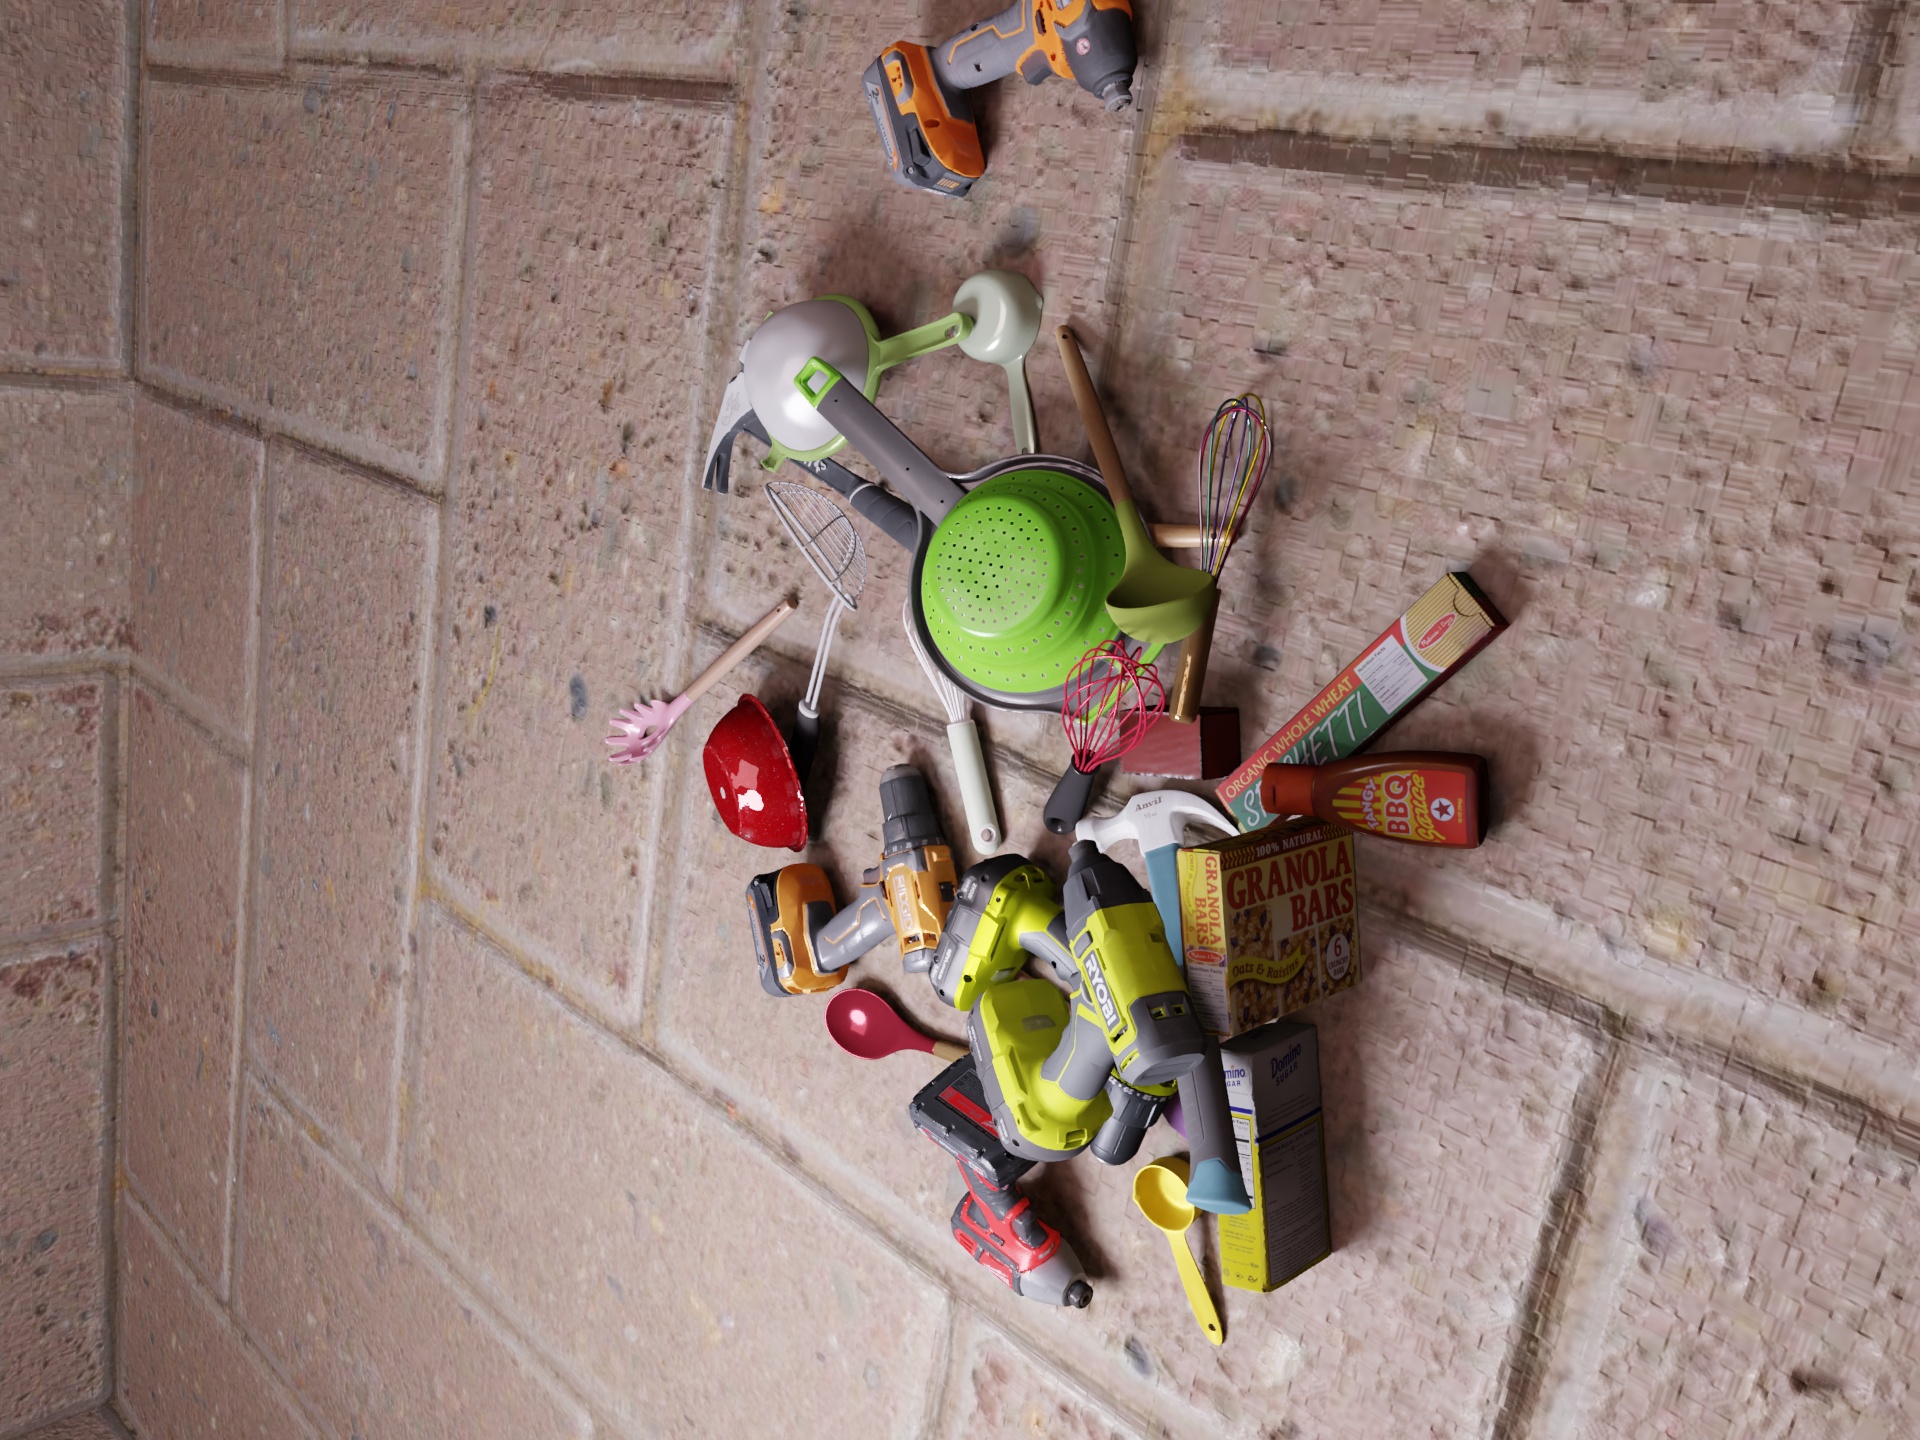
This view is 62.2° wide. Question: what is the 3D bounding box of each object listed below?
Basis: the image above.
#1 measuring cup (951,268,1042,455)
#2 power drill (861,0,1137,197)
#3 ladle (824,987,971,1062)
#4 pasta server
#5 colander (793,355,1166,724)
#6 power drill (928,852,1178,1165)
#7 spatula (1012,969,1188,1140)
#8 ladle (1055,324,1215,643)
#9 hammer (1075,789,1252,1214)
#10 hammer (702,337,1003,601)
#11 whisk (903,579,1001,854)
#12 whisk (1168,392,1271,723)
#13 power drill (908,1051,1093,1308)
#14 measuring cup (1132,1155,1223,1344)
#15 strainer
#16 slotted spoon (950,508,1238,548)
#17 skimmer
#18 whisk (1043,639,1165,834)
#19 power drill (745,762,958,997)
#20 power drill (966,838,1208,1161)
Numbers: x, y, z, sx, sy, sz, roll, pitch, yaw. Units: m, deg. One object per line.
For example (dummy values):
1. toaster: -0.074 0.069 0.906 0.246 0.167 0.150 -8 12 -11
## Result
1. measuring cup: 0.033 -0.289 1.307 0.083 0.038 0.167 -14 84 43
2. power drill: 0.038 -0.507 1.251 0.226 0.084 0.164 -25 78 38
3. ladle: -0.001 0.298 1.422 0.315 0.031 0.069 9 103 41
4. pasta server: -0.267 -0.040 1.622 0.316 0.040 0.060 -36 60 39
5. colander: -0.014 -0.165 1.237 0.397 0.094 0.204 45 102 20
6. power drill: 0.088 0.226 1.280 0.229 0.080 0.190 29 106 34
7. spatula: 0.124 0.265 1.305 0.316 0.018 0.060 31 103 36
8. ladle: 0.114 -0.188 1.182 0.062 0.078 0.320 74 -179 -58
9. hammer: 0.162 0.193 1.148 0.128 0.033 0.331 -22 50 22
10. hammer: -0.100 -0.203 1.408 0.409 0.036 0.149 38 108 39
11. whisk: -0.002 -0.004 1.377 0.059 0.058 0.246 162 95 -78
12. whisk: 0.185 -0.118 1.155 0.047 0.051 0.245 11 91 32
13. power drill: 0.041 0.391 1.313 0.143 0.078 0.219 26 140 42
14. measuring cup: 0.185 0.421 1.269 0.062 0.029 0.156 -16 96 43
15. strainer: -0.104 -0.312 1.358 0.256 0.069 0.151 -7 79 42
16. slotted spoon: 0.086 -0.148 1.284 0.314 0.031 0.070 6 96 41
17. skimmer: -0.152 -0.052 1.420 0.127 0.090 0.363 57 145 36
18. whisk: 0.097 0.023 1.197 0.073 0.073 0.295 60 161 20
19. power drill: -0.096 0.152 1.458 0.226 0.084 0.185 -22 74 38
20. power drill: 0.084 0.204 1.130 0.223 0.080 0.171 119 140 -48
